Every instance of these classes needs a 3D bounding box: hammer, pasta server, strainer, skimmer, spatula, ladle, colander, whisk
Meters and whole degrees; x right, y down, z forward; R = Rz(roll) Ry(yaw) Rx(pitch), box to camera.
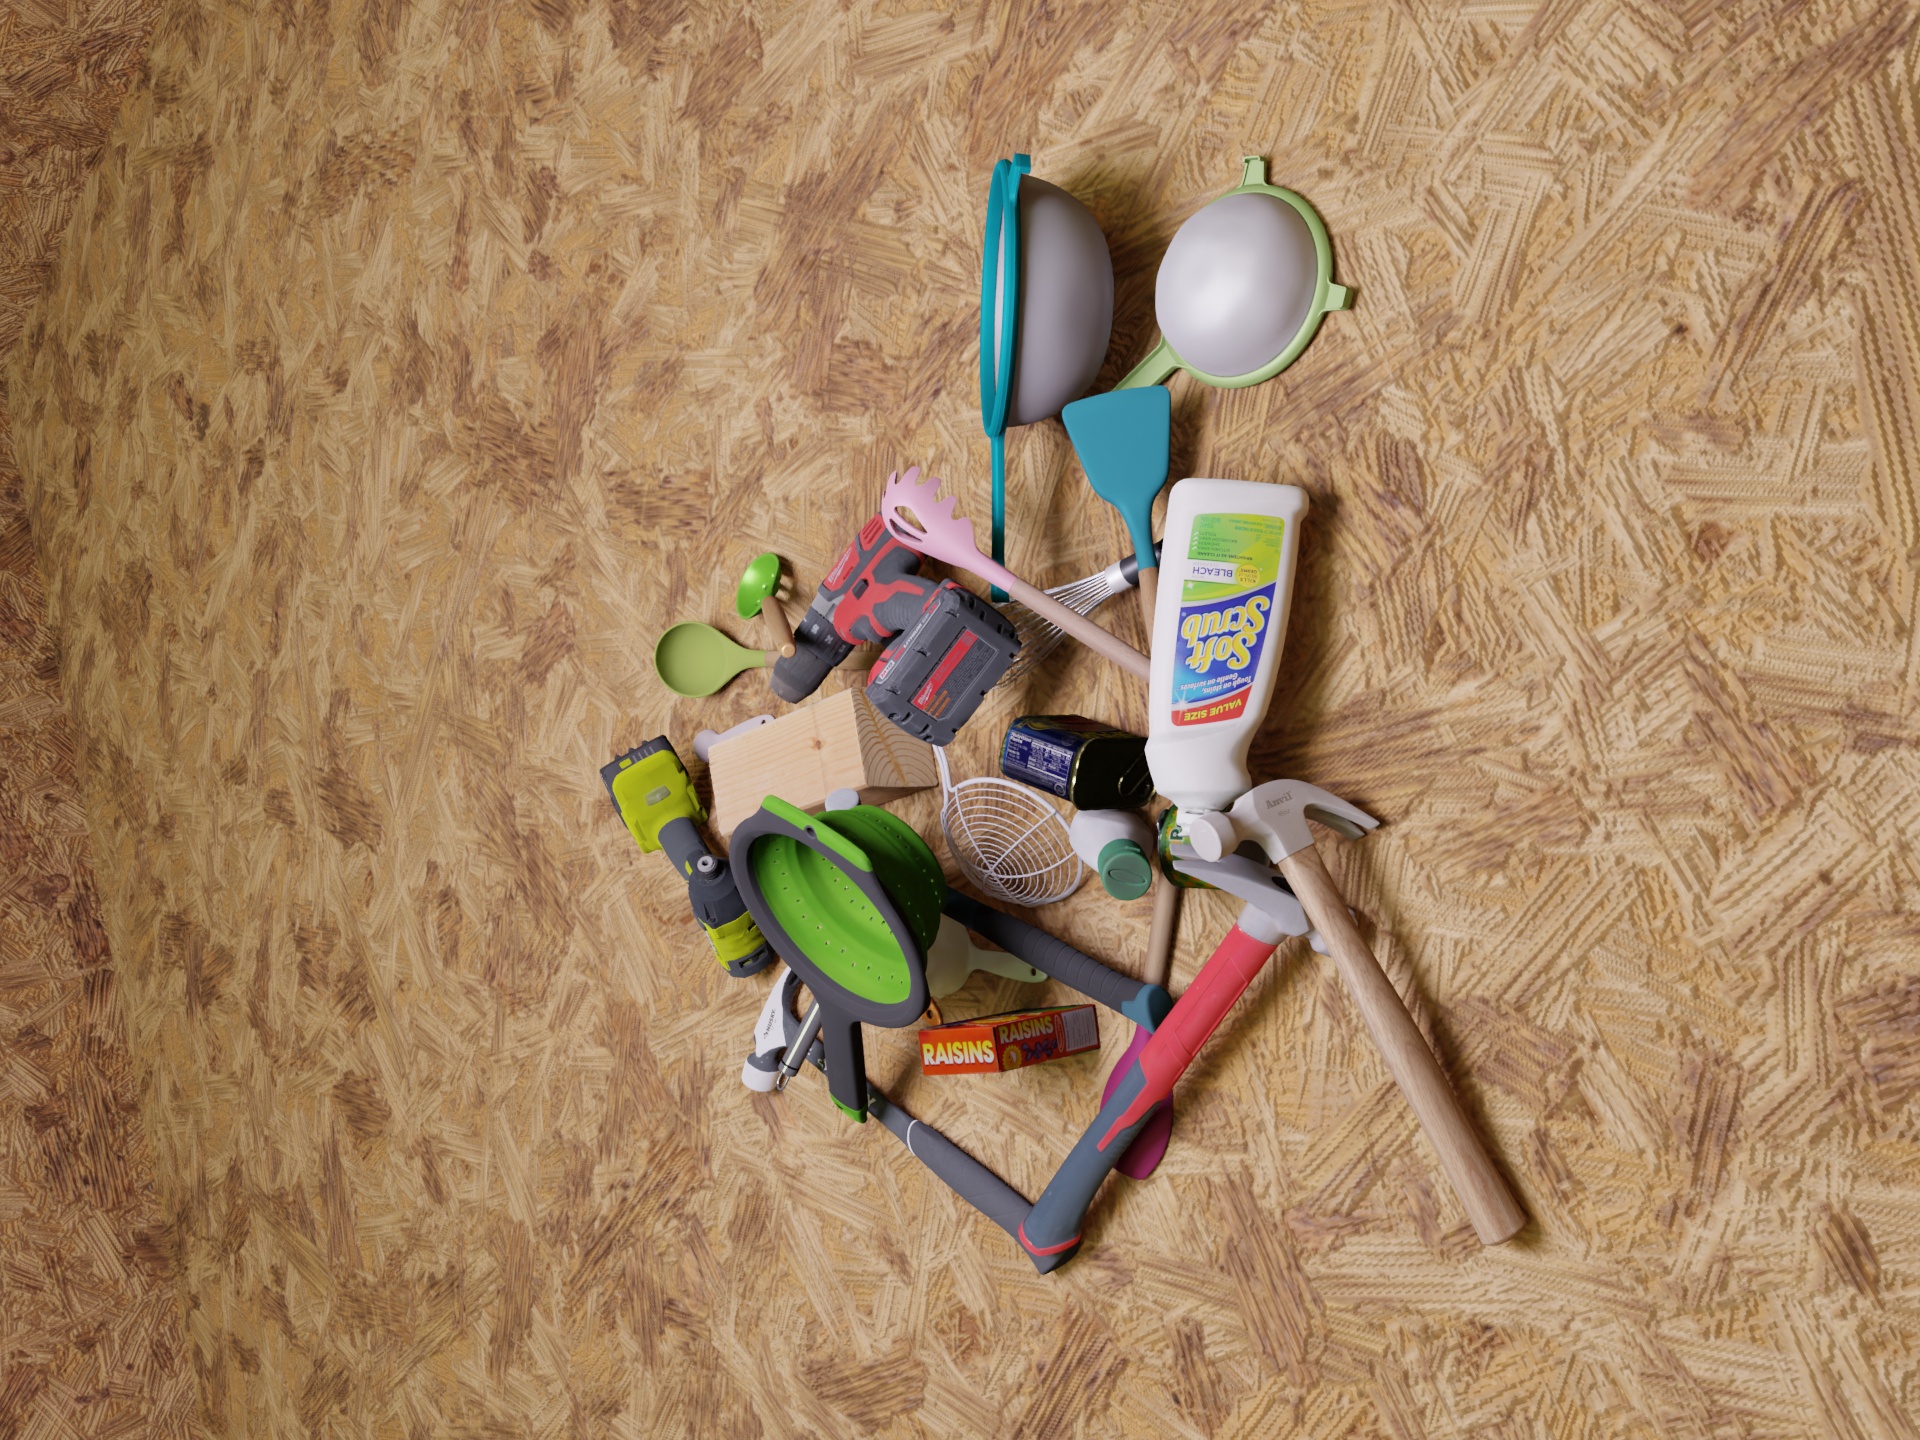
[{"bbox_3d":[0.130,0.259,1.185,0.386,0.143,0.038,-60,13,26],"label":"hammer"},{"bbox_3d":[0.067,-0.093,1.225,0.316,0.040,0.060,33,131,6],"label":"pasta server"},{"bbox_3d":[0.068,-0.262,1.252,0.211,0.095,0.340,-115,25,-80],"label":"strainer"},{"bbox_3d":[-0.002,-0.004,1.366,0.127,0.090,0.364,-62,41,47],"label":"skimmer"},{"bbox_3d":[0.141,-0.090,1.176,0.082,0.044,0.318,-10,77,6],"label":"spatula"},{"bbox_3d":[0.159,-0.297,1.201,0.256,0.069,0.152,-40,63,34],"label":"strainer"},{"bbox_3d":[-0.174,-0.057,1.522,0.320,0.062,0.078,3,99,41],"label":"ladle"},{"bbox_3d":[0.026,0.165,1.282,0.331,0.033,0.128,25,142,31],"label":"hammer"},{"bbox_3d":[-0.049,0.356,1.414,0.409,0.036,0.149,29,108,39],"label":"hammer"},{"bbox_3d":[-0.077,0.193,1.307,0.205,0.094,0.396,29,142,27],"label":"colander"},{"bbox_3d":[0.101,-0.102,1.265,0.284,0.070,0.070,-28,71,34],"label":"whisk"},{"bbox_3d":[-0.107,0.223,1.438,0.087,0.050,0.258,35,101,46],"label":"strainer"},{"bbox_3d":[0.282,0.190,1.065,0.331,0.130,0.031,62,149,11],"label":"hammer"}]

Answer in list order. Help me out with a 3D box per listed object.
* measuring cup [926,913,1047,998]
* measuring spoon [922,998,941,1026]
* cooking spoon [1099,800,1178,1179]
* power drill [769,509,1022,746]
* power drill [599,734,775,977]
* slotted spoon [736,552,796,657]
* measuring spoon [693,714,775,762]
[{"bbox_3d":[0.003,0.206,1.362,0.168,0.038,0.083,3,92,45],"label":"measuring cup"},{"bbox_3d":[-0.053,0.233,1.433,0.117,0.011,0.021,48,120,33],"label":"measuring spoon"},{"bbox_3d":[0.150,0.204,1.238,0.069,0.017,0.319,15,101,42],"label":"cooking spoon"},{"bbox_3d":[-0.066,-0.062,1.310,0.188,0.080,0.227,-52,35,5],"label":"power drill"},{"bbox_3d":[-0.262,0.125,1.542,0.223,0.080,0.171,50,163,34],"label":"power drill"},{"bbox_3d":[-0.171,-0.098,1.439,0.070,0.031,0.314,-60,18,8],"label":"slotted spoon"},{"bbox_3d":[-0.231,0.015,1.599,0.124,0.018,0.034,-20,76,41],"label":"measuring spoon"}]
